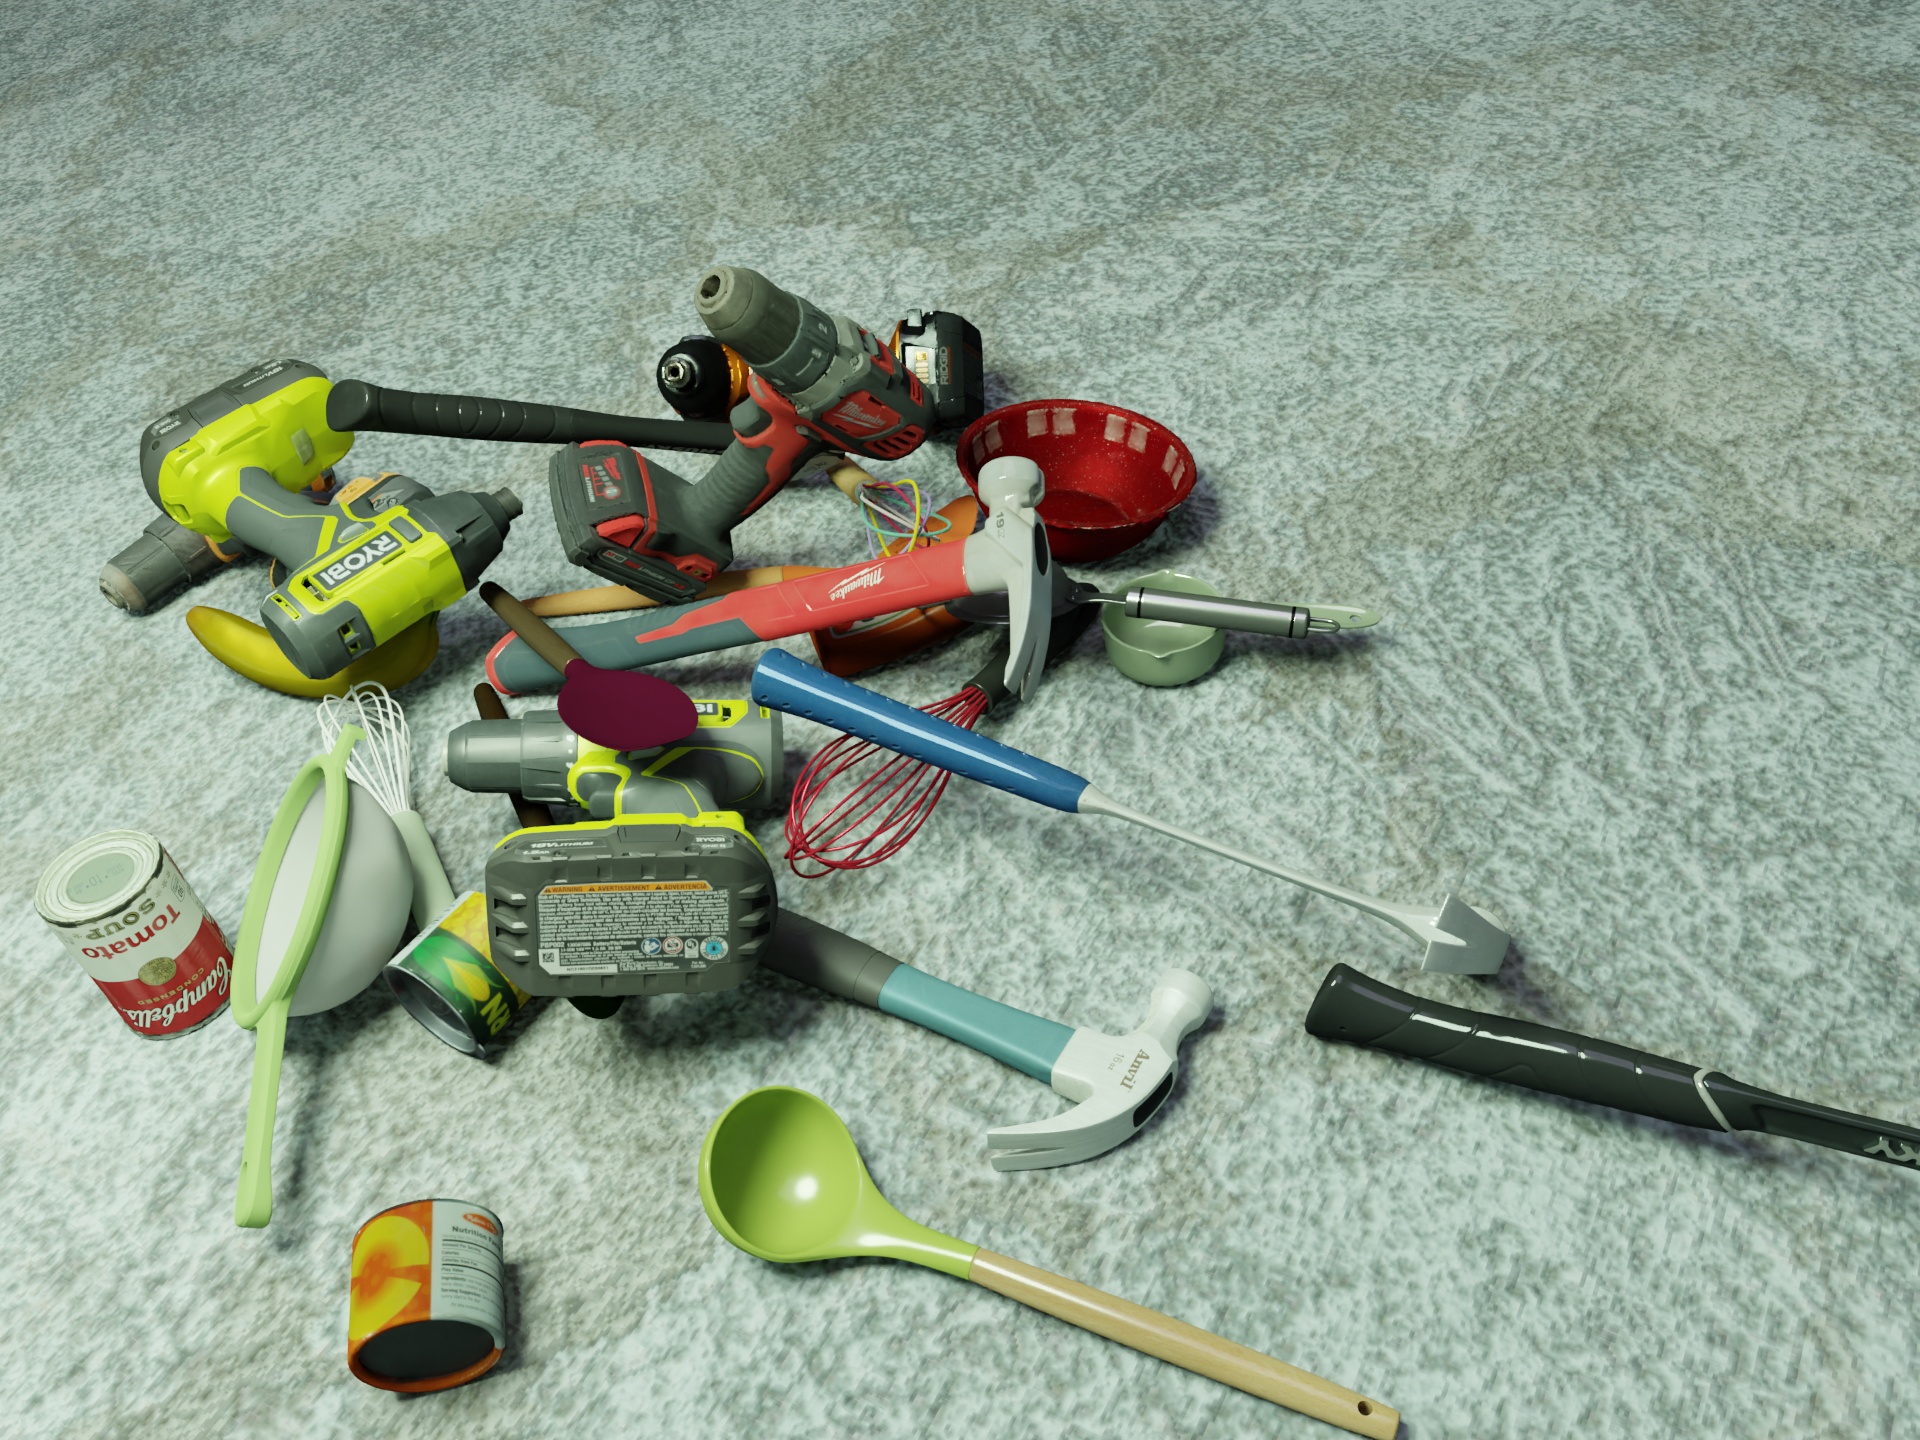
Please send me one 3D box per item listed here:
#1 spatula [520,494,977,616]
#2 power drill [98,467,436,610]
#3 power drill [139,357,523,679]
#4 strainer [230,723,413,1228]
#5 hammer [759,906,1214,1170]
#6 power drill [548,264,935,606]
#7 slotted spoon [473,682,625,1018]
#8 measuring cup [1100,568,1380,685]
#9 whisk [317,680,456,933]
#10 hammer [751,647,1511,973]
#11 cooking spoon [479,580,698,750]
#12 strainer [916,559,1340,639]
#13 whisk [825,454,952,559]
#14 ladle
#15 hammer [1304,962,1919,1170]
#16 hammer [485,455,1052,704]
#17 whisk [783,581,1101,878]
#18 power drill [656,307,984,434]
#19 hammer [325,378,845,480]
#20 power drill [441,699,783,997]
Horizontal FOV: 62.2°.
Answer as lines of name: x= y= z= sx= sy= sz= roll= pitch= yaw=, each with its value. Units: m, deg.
spatula: x=-0.145 y=-0.104 z=1.083 sx=0.322 sy=0.041 sz=0.081 roll=-7 pitch=27 yaw=5
power drill: x=-0.494 y=-0.124 z=1.142 sx=0.226 sy=0.084 sz=0.185 roll=21 pitch=54 yaw=33
power drill: x=-0.406 y=-0.138 z=1.027 sx=0.223 sy=0.080 sz=0.171 roll=36 pitch=61 yaw=26
strainer: x=-0.330 y=0.140 z=0.833 sx=0.069 sy=0.151 sz=0.257 roll=18 pitch=46 yaw=-33
hammer: x=-0.046 y=0.133 z=0.826 sx=0.331 sy=0.033 sz=0.128 roll=18 pitch=49 yaw=26
power drill: x=-0.148 y=-0.174 z=0.967 sx=0.226 sy=0.187 sz=0.080 roll=-30 pitch=61 yaw=23
slotted spoon: x=-0.248 y=0.059 z=0.928 sx=0.031 sy=0.070 sz=0.314 roll=-42 pitch=42 yaw=2
measuring cup: x=0.171 y=-0.053 z=0.978 sx=0.167 sy=0.038 sz=0.083 roll=2 pitch=45 yaw=9
whisk: x=-0.337 y=0.058 z=0.952 sx=0.059 sy=0.057 sz=0.247 roll=-48 pitch=50 yaw=11
hammer: x=0.072 y=0.041 z=0.799 sx=0.406 sy=0.144 sz=0.035 roll=20 pitch=90 yaw=20
cooking spoon: x=-0.235 y=-0.037 z=0.943 sx=0.068 sy=0.017 sz=0.319 roll=-15 pitch=27 yaw=-27
strainer: x=0.097 y=-0.075 z=0.956 sx=0.258 sy=0.050 sz=0.087 roll=8 pitch=29 yaw=13
whisk: x=-0.056 y=-0.152 z=1.067 sx=0.051 sy=0.047 sz=0.245 roll=-19 pitch=23 yaw=-9
ladle: x=0.030 y=0.239 z=0.687 sx=0.320 sy=0.062 sz=0.078 roll=15 pitch=49 yaw=20
hammer: x=0.343 y=0.168 z=0.674 sx=0.409 sy=0.149 sz=0.036 roll=10 pitch=46 yaw=32
hammer: x=-0.128 y=-0.049 z=0.956 sx=0.386 sy=0.038 sz=0.143 roll=-11 pitch=65 yaw=24
whisk: x=-0.001 y=-0.003 z=0.942 sx=0.073 sy=0.073 sz=0.296 roll=23 pitch=47 yaw=30
power drill: x=-0.104 y=-0.249 z=1.155 sx=0.226 sy=0.084 sz=0.164 roll=-1 pitch=7 yaw=9
hammer: x=-0.242 y=-0.193 z=1.057 sx=0.334 sy=0.035 sz=0.146 roll=0 pitch=-4 yaw=-28
power drill: x=-0.186 y=0.052 z=0.843 sx=0.190 sy=0.080 sz=0.229 roll=0 pitch=23 yaw=-10
